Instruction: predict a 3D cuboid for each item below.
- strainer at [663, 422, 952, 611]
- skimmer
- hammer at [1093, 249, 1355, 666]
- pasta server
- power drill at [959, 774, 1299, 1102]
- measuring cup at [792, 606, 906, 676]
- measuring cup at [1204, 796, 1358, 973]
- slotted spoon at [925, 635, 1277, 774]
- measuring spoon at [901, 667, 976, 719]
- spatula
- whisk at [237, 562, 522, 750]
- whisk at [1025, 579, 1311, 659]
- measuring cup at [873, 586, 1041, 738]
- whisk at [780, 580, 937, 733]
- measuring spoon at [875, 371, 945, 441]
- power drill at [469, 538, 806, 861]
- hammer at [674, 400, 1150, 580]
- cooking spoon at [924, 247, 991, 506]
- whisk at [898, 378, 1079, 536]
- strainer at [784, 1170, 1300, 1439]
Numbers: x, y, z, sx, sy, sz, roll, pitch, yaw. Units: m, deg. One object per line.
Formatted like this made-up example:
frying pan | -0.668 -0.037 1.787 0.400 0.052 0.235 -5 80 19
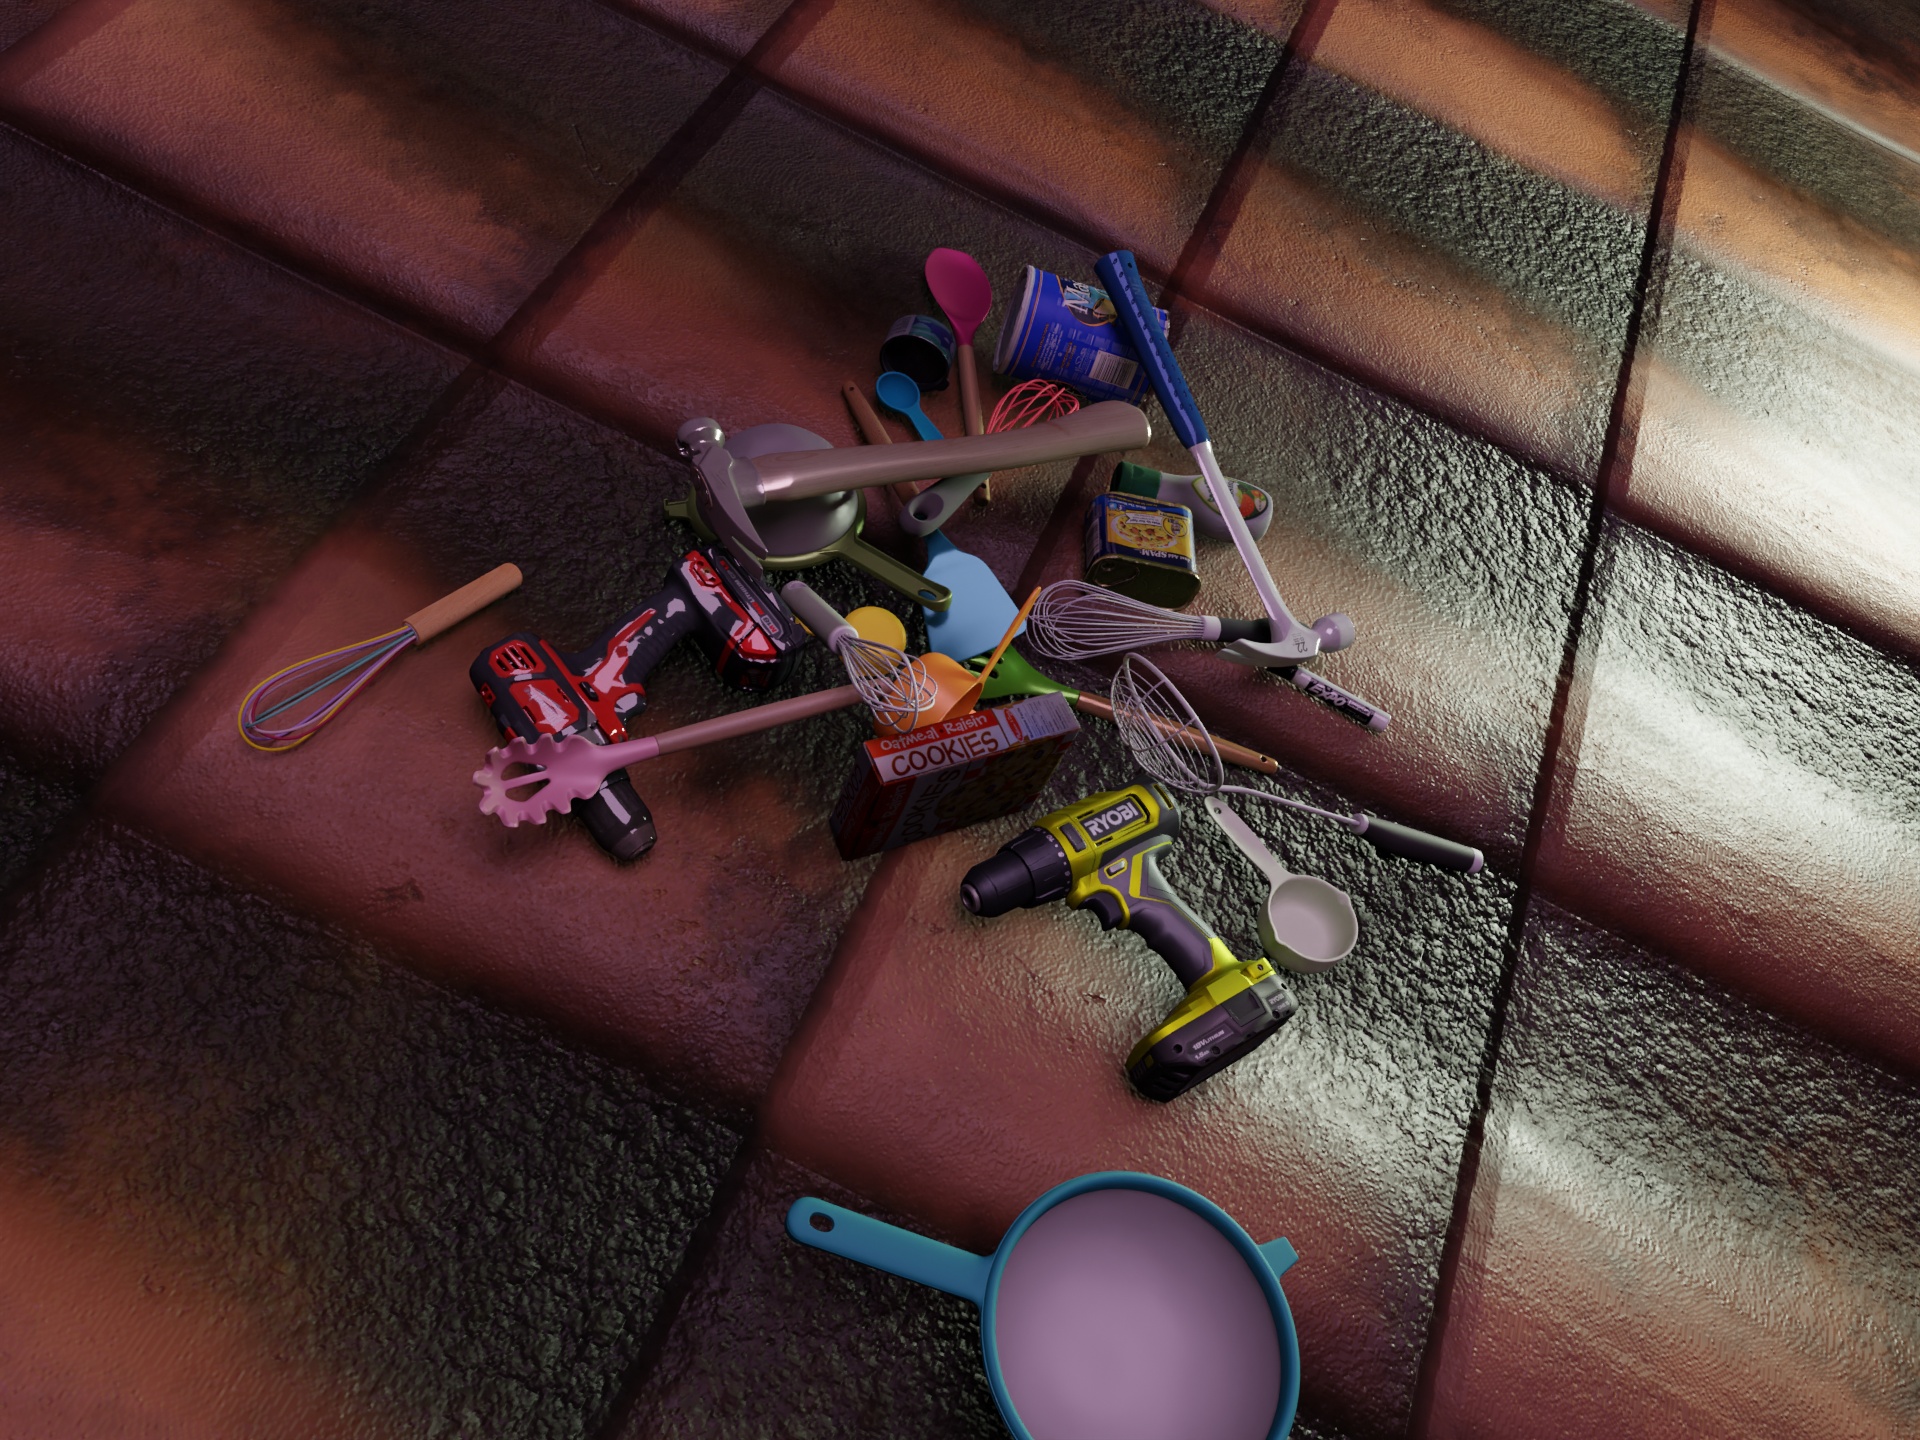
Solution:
strainer | -0.109 -0.172 1.295 0.256 0.069 0.151 32 53 21
skimmer | 0.284 0.041 1.299 0.363 0.127 0.090 18 93 -17
hammer | 0.211 -0.232 1.405 0.144 0.035 0.406 -16 78 -35
pasta server | -0.190 0.012 1.136 0.316 0.040 0.060 -15 94 -24
power drill | 0.125 0.163 1.194 0.190 0.080 0.229 -22 65 -30
measuring cup | -0.118 -0.085 1.296 0.156 0.029 0.062 21 55 -4
measuring cup | 0.246 0.132 1.279 0.083 0.038 0.168 -25 64 -30
slotted spoon | 0.122 -0.011 1.332 0.313 0.031 0.070 19 58 -8
measuring spoon | -0.002 -0.004 1.298 0.117 0.011 0.021 37 59 2
spatula | -0.043 -0.184 1.368 0.082 0.044 0.318 -24 55 -4
whisk | -0.422 -0.051 1.173 0.245 0.051 0.047 -40 98 -37
whisk | 0.186 -0.083 1.382 0.284 0.070 0.070 2 59 -22
measuring cup | -0.005 -0.045 1.237 0.052 0.095 0.173 36 99 10
whisk | -0.084 -0.056 1.190 0.057 0.059 0.247 -8 27 -25
measuring spoon | -0.035 -0.260 1.445 0.042 0.021 0.129 -31 81 -32
power drill | -0.225 -0.017 1.191 0.227 0.080 0.188 -33 81 -28
hammer | -0.014 -0.206 1.291 0.410 0.038 0.146 -13 57 -28
cooking spoon | 0.006 -0.330 1.497 0.068 0.017 0.319 7 57 -20
whisk | 0.025 -0.227 1.382 0.073 0.073 0.296 36 43 6
strainer | 0.043 0.385 1.018 0.340 0.095 0.211 20 52 -3
